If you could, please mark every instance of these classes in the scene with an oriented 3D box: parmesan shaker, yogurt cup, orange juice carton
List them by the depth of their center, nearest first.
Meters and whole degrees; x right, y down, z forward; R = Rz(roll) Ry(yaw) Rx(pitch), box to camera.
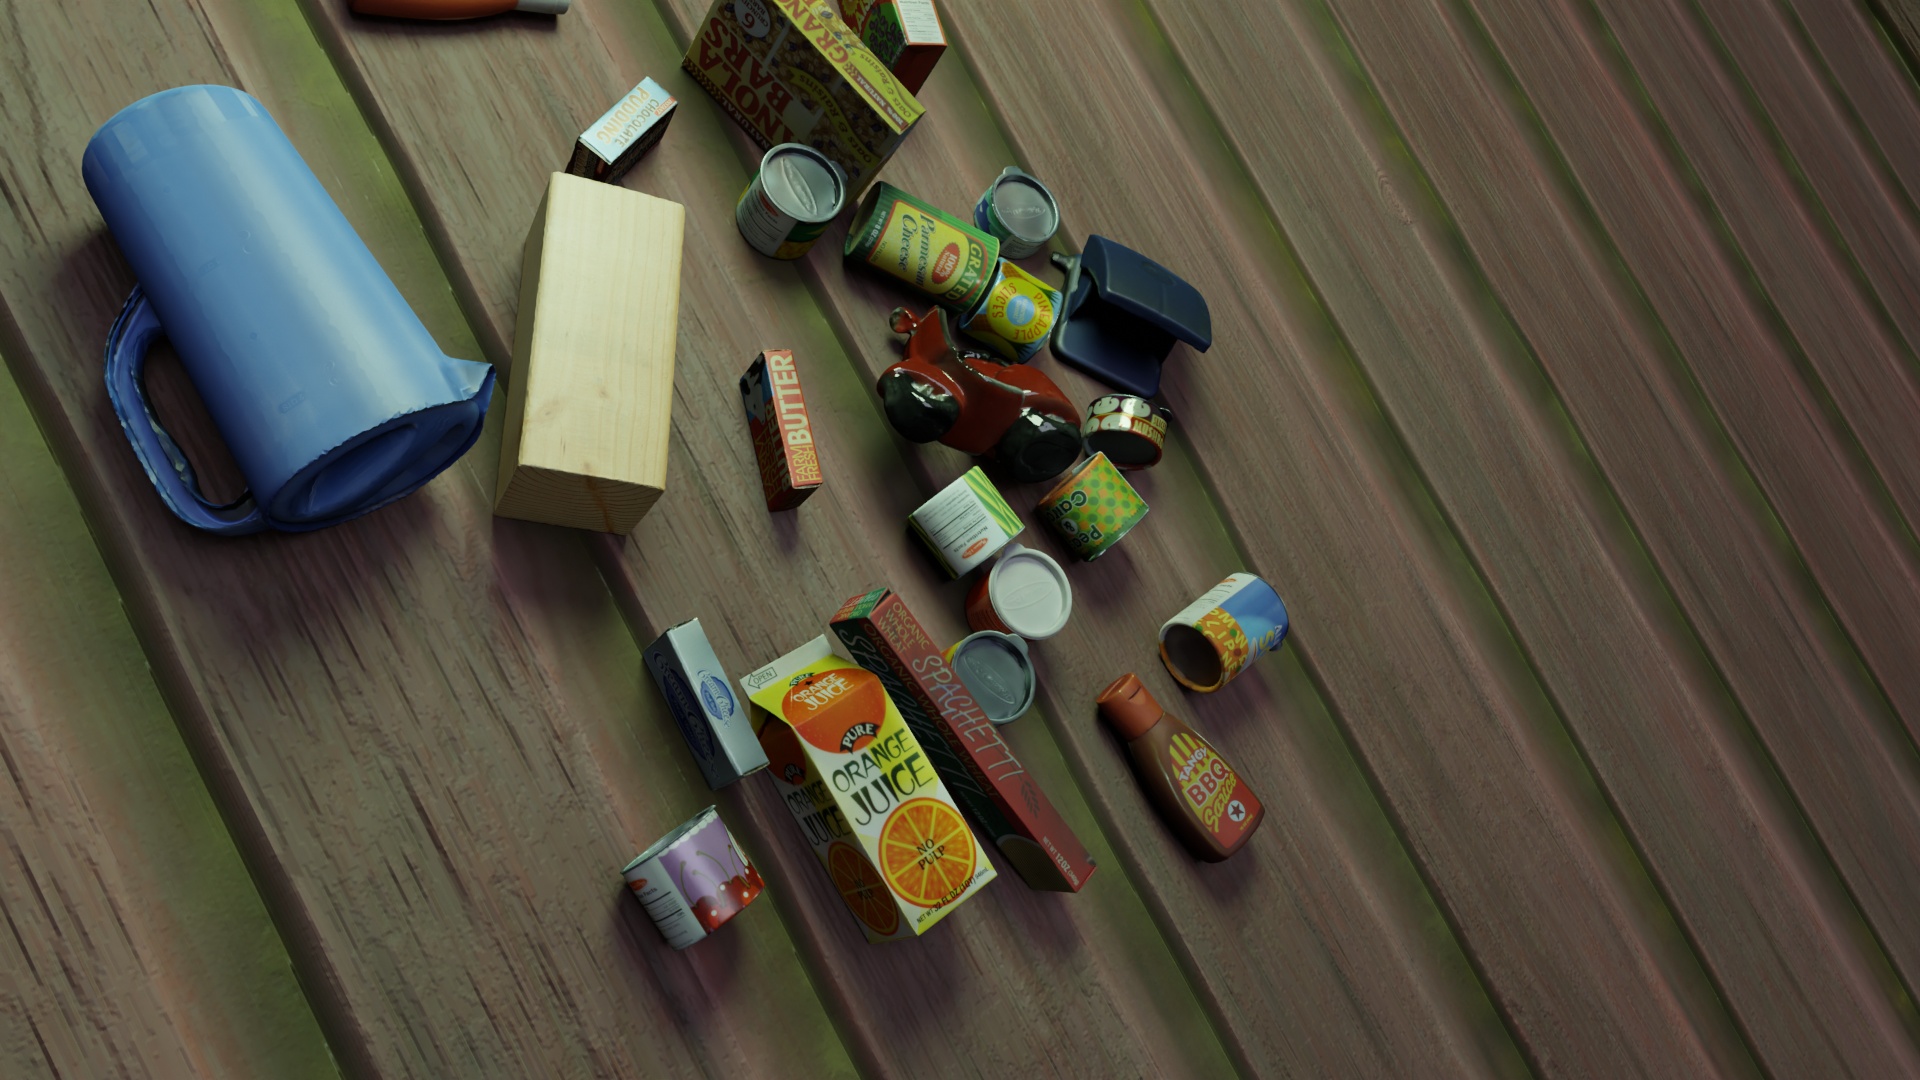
[{"bbox_3d":[-0.066,0.157,0.898,0.072,0.072,0.192,-29,86,-34],"label":"orange juice carton"},{"bbox_3d":[0.039,0.045,1.013,0.072,0.053,0.072,11,66,-26],"label":"yogurt cup"},{"bbox_3d":[-0.032,-0.224,1.075,0.103,0.071,0.071,22,62,-20],"label":"parmesan shaker"}]

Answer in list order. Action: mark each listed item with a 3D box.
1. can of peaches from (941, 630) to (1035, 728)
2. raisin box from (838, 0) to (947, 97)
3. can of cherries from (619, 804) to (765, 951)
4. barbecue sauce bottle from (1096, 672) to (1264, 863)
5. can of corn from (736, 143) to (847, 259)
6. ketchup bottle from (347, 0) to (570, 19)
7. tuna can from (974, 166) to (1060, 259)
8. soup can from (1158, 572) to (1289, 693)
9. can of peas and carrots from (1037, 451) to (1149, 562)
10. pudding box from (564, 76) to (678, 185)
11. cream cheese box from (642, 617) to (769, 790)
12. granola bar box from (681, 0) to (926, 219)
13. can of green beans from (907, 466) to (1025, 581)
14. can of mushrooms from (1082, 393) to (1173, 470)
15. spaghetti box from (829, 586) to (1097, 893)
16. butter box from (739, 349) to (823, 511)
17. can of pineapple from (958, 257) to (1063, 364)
[{"bbox_3d":[0.012,0.101,0.974,0.071,0.058,0.071,11,66,-25],"label":"can of peaches"},{"bbox_3d":[-0.060,-0.428,1.125,0.040,0.085,0.123,-10,76,-27],"label":"raisin box"},{"bbox_3d":[-0.158,0.201,0.833,0.072,0.071,0.058,-35,90,-34],"label":"can of cherries"},{"bbox_3d":[0.161,0.167,1.041,0.148,0.043,0.065,51,56,-3],"label":"barbecue sauce bottle"},{"bbox_3d":[-0.125,-0.252,1.036,0.071,0.058,0.071,11,66,-26],"label":"can of corn"},{"bbox_3d":[-0.352,-0.395,0.974,0.149,0.043,0.065,-6,74,-32],"label":"ketchup bottle"},{"bbox_3d":[0.046,-0.272,1.155,0.071,0.032,0.071,11,66,-26],"label":"tuna can"},{"bbox_3d":[0.208,0.075,1.090,0.084,0.071,0.071,-31,88,-34],"label":"soup can"},{"bbox_3d":[0.100,-0.025,1.068,0.058,0.070,0.071,49,56,-3],"label":"can of peas and carrots"},{"bbox_3d":[-0.242,-0.286,0.989,0.030,0.049,0.084,40,56,-9],"label":"pudding box"},{"bbox_3d":[-0.162,0.105,0.877,0.024,0.053,0.104,-24,84,-36],"label":"cream cheese box"},{"bbox_3d":[-0.118,-0.337,1.034,0.165,0.123,0.039,46,56,-7],"label":"granola bar box"},{"bbox_3d":[0.004,-0.013,1.009,0.071,0.071,0.058,-38,92,-34],"label":"can of green beans"},{"bbox_3d":[0.133,-0.086,1.109,0.071,0.070,0.033,25,63,-19],"label":"can of mushrooms"},{"bbox_3d":[0.003,0.137,0.929,0.029,0.050,0.249,-46,109,-34],"label":"spaghetti box"},{"bbox_3d":[-0.125,-0.076,0.969,0.024,0.053,0.103,-7,74,-29],"label":"butter box"},{"bbox_3d":[0.040,-0.181,1.094,0.058,0.070,0.071,28,60,-17],"label":"can of pineapple"}]
